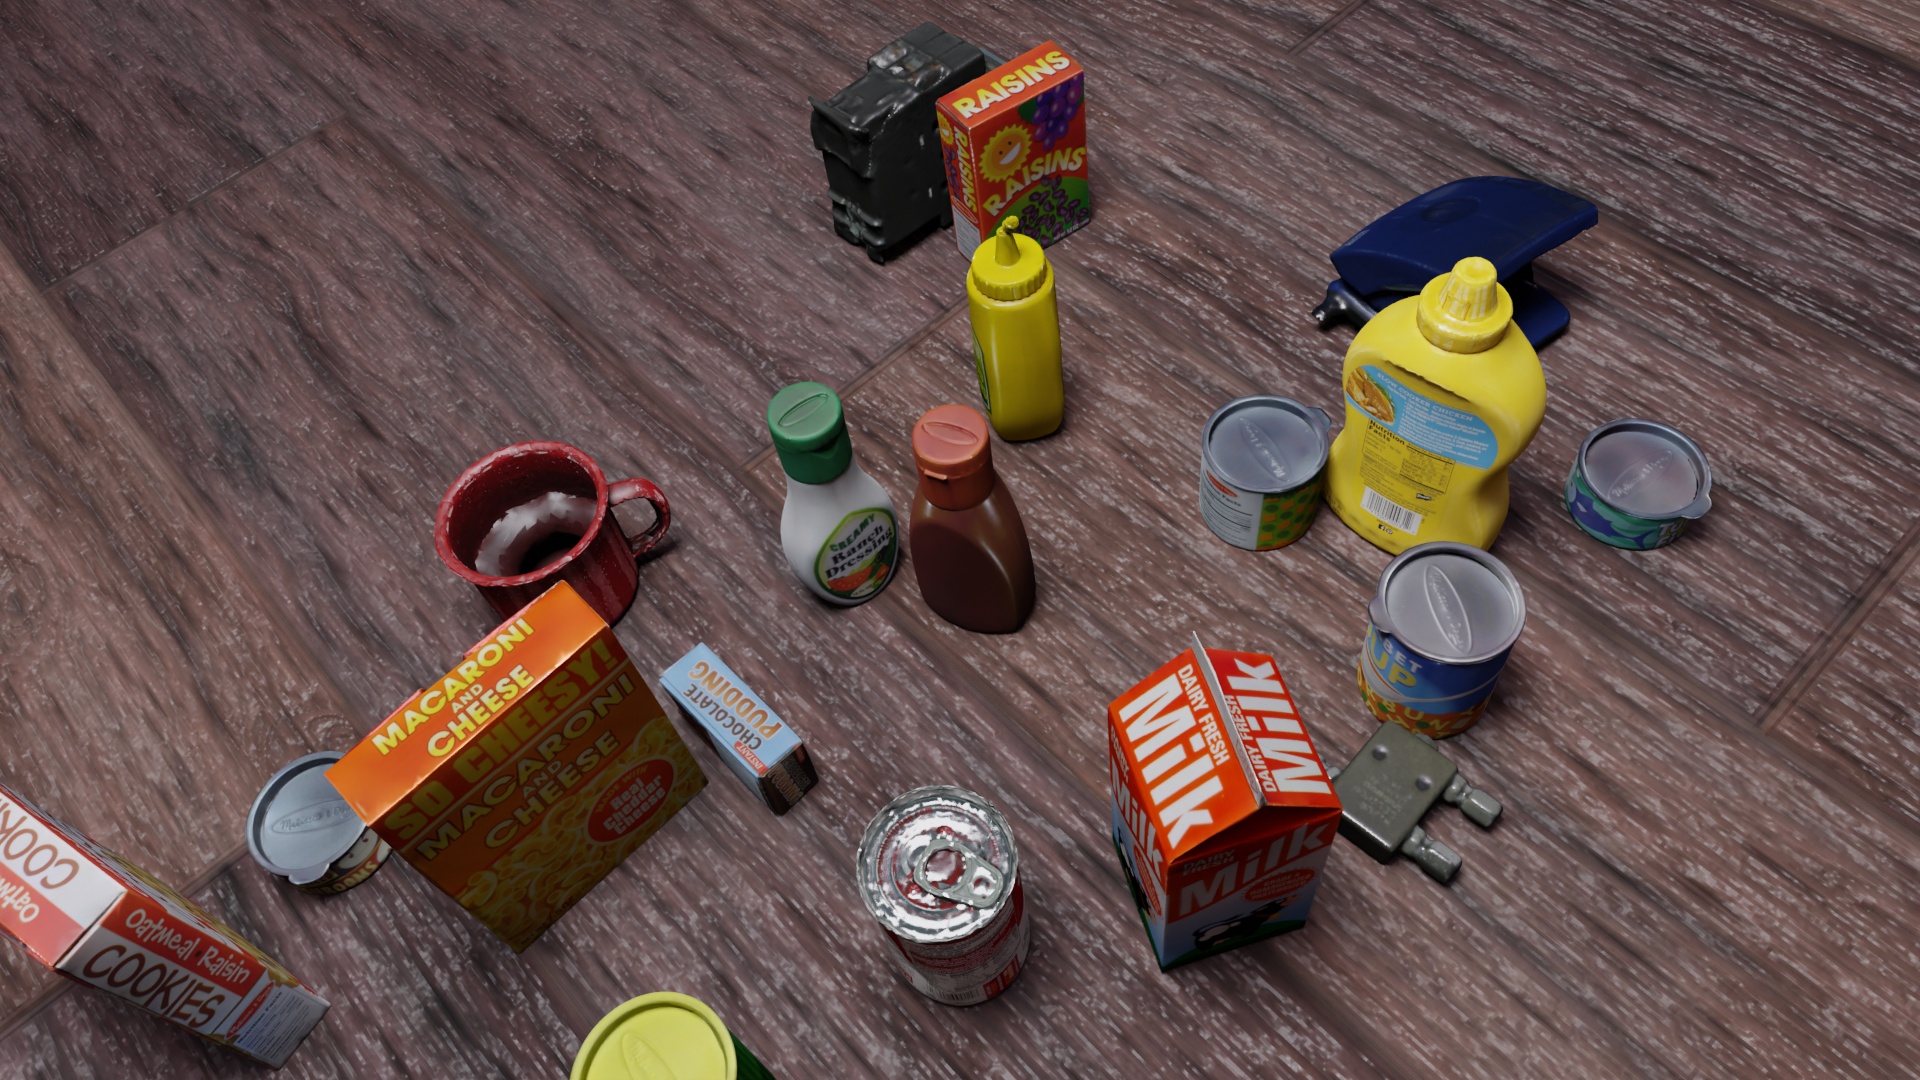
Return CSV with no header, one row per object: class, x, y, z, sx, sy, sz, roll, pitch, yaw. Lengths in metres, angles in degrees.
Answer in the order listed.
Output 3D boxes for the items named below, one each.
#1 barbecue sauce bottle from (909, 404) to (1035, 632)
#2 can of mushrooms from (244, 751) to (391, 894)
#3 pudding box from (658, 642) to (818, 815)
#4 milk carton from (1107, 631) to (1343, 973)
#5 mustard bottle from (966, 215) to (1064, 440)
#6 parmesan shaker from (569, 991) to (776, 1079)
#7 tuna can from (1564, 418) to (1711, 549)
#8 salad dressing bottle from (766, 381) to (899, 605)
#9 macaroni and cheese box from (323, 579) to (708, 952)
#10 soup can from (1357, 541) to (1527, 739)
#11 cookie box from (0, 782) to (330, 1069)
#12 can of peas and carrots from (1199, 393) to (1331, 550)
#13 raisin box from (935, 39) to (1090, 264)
barbecue sauce bottle,0.003,-0.009,0.703,0.065,0.147,0.044,18,61,18
can of mushrooms,-0.324,0.146,0.708,0.071,0.033,0.071,-3,56,5
pudding box,-0.113,0.096,0.707,0.030,0.049,0.084,-41,61,-19
milk carton,0.107,0.112,0.583,0.073,0.189,0.072,-17,56,-4
mustard bottle,0.029,-0.122,0.769,0.049,0.159,0.065,-12,56,-1
parmesan shaker,-0.116,0.238,0.579,0.071,0.102,0.071,-3,56,5
tuna can,0.362,-0.028,0.741,0.071,0.032,0.071,-3,56,5
salad dressing bottle,-0.068,-0.022,0.721,0.064,0.147,0.044,-35,59,-15
macaroni and cheese box,-0.194,0.108,0.638,0.040,0.165,0.124,37,68,27
soup can,0.228,0.050,0.674,0.071,0.083,0.072,-3,56,5
cookie box,-0.375,0.170,0.618,0.123,0.166,0.040,24,63,21
can of peas and carrots,0.166,-0.038,0.756,0.071,0.058,0.071,-3,56,5
raisin box,0.036,-0.236,0.867,0.086,0.122,0.040,-31,58,-13
